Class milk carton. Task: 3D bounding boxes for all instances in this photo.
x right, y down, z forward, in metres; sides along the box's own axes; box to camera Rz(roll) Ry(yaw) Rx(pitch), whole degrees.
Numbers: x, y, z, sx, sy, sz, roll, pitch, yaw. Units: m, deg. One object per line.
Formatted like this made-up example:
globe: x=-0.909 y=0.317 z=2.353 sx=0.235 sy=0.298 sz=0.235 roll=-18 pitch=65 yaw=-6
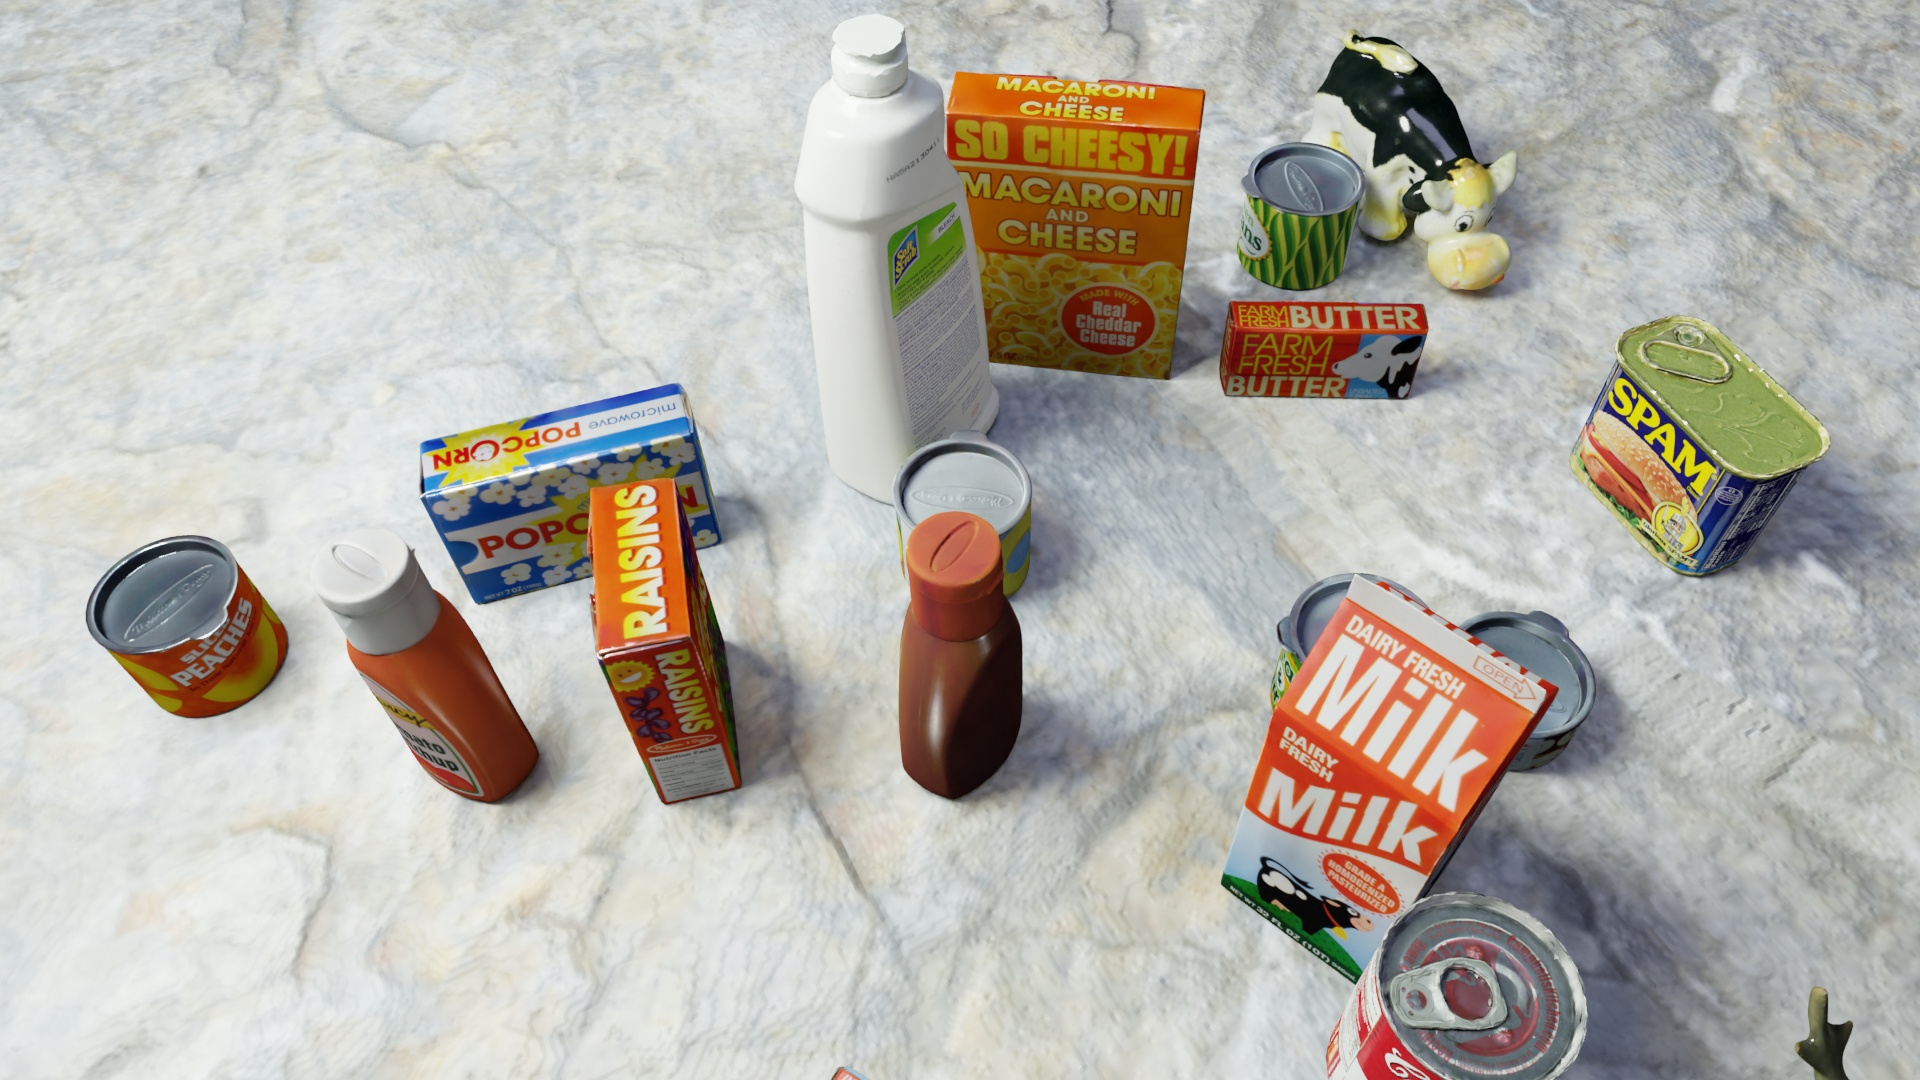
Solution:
milk carton: x=0.157 y=0.086 z=0.515 sx=0.072 sy=0.189 sz=0.074 roll=34 pitch=60 yaw=25

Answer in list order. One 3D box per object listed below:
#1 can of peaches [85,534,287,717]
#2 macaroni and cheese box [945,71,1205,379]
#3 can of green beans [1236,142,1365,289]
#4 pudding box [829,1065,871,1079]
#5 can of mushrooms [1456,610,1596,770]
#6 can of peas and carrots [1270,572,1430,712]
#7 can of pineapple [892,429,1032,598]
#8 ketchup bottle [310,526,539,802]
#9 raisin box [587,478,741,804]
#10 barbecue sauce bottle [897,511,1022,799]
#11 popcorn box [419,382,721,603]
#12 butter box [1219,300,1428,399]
can of peaches: x=-0.357 y=0.042 z=0.648 sx=0.071 sy=0.057 sz=0.071 roll=-1 pitch=52 yaw=1
macaroni and cheese box: x=0.057 y=-0.161 z=0.726 sx=0.124 sy=0.165 sz=0.040 roll=6 pitch=53 yaw=7
can of green beans: x=0.198 y=-0.189 z=0.813 sx=0.071 sy=0.057 sz=0.071 roll=-1 pitch=52 yaw=1
pudding box: x=-0.014 y=0.228 z=0.498 sx=0.084 sy=0.049 sz=0.030 roll=25 pitch=57 yaw=20
can of mushrooms: x=0.249 y=0.066 z=0.627 sx=0.071 sy=0.033 sz=0.071 roll=-1 pitch=52 yaw=1
can of peas and carrots: x=0.173 y=0.058 z=0.620 sx=0.071 sy=0.058 sz=0.071 roll=-1 pitch=52 yaw=1
can of pineapple: x=0.002 y=-0.008 z=0.677 sx=0.071 sy=0.057 sz=0.071 roll=-1 pitch=52 yaw=1
ketchup bottle: x=-0.223 y=0.052 z=0.579 sx=0.065 sy=0.148 sz=0.044 roll=27 pitch=58 yaw=21
raisin box: x=-0.127 y=0.045 z=0.598 sx=0.040 sy=0.122 sz=0.086 roll=-10 pitch=53 yaw=-6
barbecue sauce bottle: x=0.000 y=0.047 z=0.576 sx=0.044 sy=0.147 sz=0.065 roll=28 pitch=58 yaw=21
popcorn box: x=-0.186 y=-0.022 z=0.676 sx=0.127 sy=0.084 sz=0.038 roll=-15 pitch=53 yaw=-10
butter box: x=0.194 y=-0.102 z=0.748 sx=0.103 sy=0.052 sz=0.024 roll=2 pitch=52 yaw=3
